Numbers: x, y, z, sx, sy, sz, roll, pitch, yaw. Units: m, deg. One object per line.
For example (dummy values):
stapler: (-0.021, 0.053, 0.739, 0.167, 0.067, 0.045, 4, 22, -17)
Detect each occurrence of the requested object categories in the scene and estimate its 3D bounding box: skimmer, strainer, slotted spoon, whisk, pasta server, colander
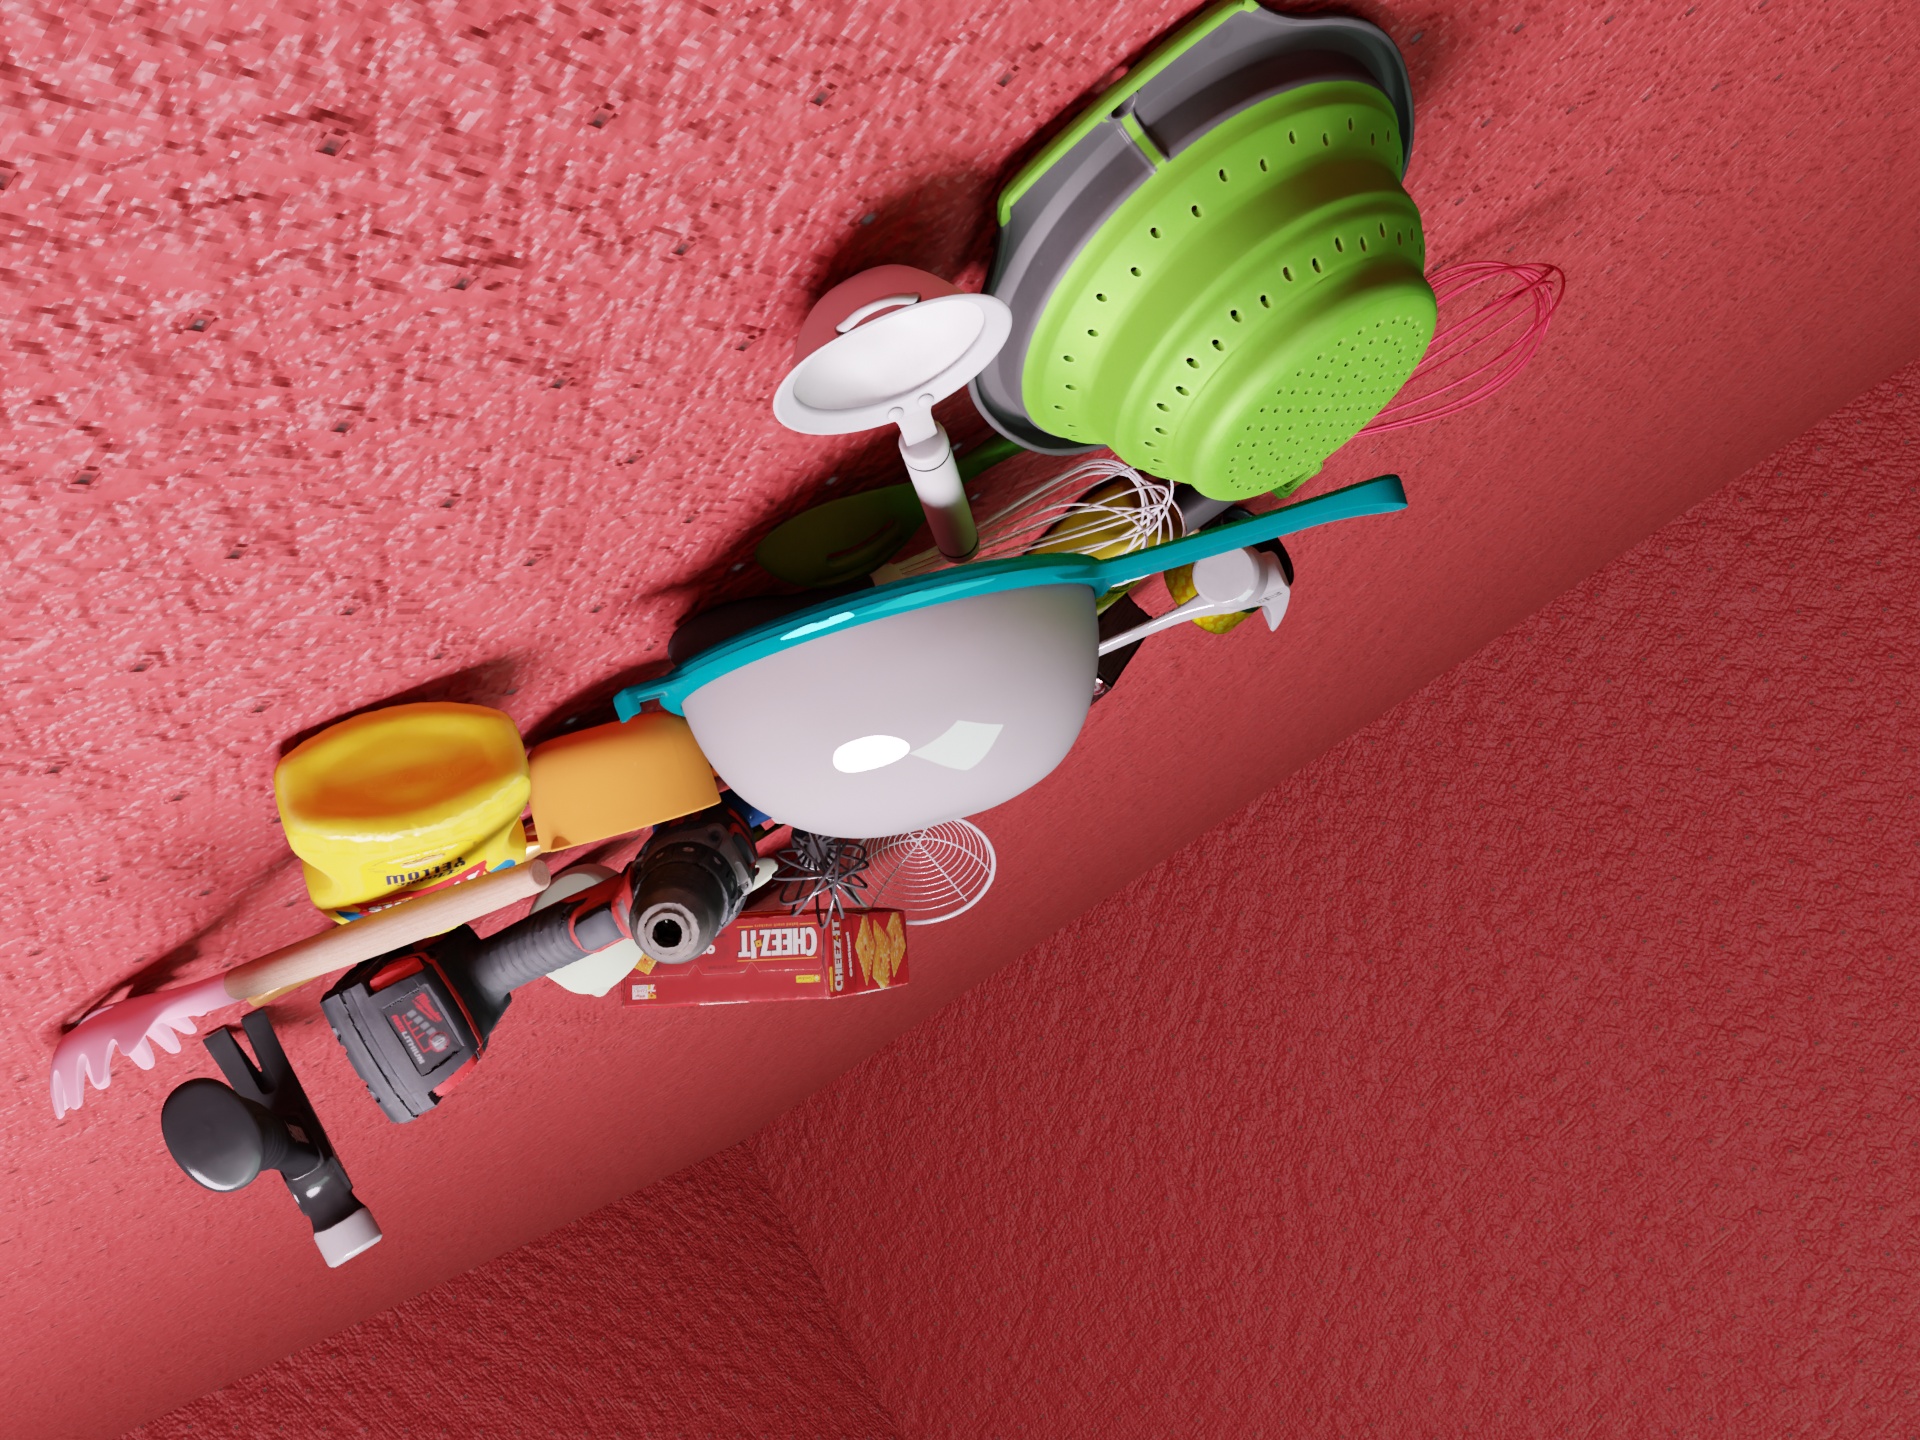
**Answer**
skimmer: (-0.020, 0.095, 1.222, 0.127, 0.090, 0.363, -1, 167, -6)
strainer: (-0.017, -0.109, 0.603, 0.087, 0.050, 0.258, -22, 162, 1)
slotted spoon: (0.050, -0.142, 0.711, 0.314, 0.031, 0.070, -32, 164, -2)
whisk: (-0.084, 0.080, 0.932, 0.055, 0.055, 0.239, -30, -174, -5)
whisk: (0.199, -0.164, 0.891, 0.296, 0.073, 0.073, -31, 168, 23)
whisk: (-0.010, -0.074, 0.779, 0.284, 0.070, 0.070, -19, 163, -24)
pasta server: (-0.303, 0.118, 0.713, 0.316, 0.040, 0.060, -20, -173, 24)
strainer: (0.036, -0.016, 0.704, 0.340, 0.095, 0.211, -16, 175, 16)
colander: (0.138, -0.139, 0.680, 0.204, 0.095, 0.396, -38, 160, 10)

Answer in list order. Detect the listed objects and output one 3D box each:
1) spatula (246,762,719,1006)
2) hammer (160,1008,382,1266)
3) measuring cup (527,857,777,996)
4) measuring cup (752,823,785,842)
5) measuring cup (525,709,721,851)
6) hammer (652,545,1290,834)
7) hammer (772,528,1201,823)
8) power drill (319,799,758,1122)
spatula: (-0.233, 0.077, 0.854, 0.322, 0.041, 0.081, -29, -170, -2)
hammer: (-0.335, 0.195, 0.759, 0.035, 0.146, 0.334, -29, 173, -22)
measuring cup: (-0.188, 0.107, 0.948, 0.167, 0.083, 0.038, -22, 143, 18)
measuring cup: (-0.138, 0.065, 1.077, 0.062, 0.029, 0.156, -38, 177, 28)
measuring cup: (-0.196, 0.033, 0.784, 0.173, 0.052, 0.095, -11, -176, 38)
hammer: (-0.001, -0.003, 0.907, 0.405, 0.035, 0.144, -24, 171, 22)
hammer: (0.011, -0.032, 1.013, 0.331, 0.031, 0.130, -35, 166, 14)
power drill: (-0.213, 0.122, 0.839, 0.226, 0.080, 0.188, -27, -171, 1)
